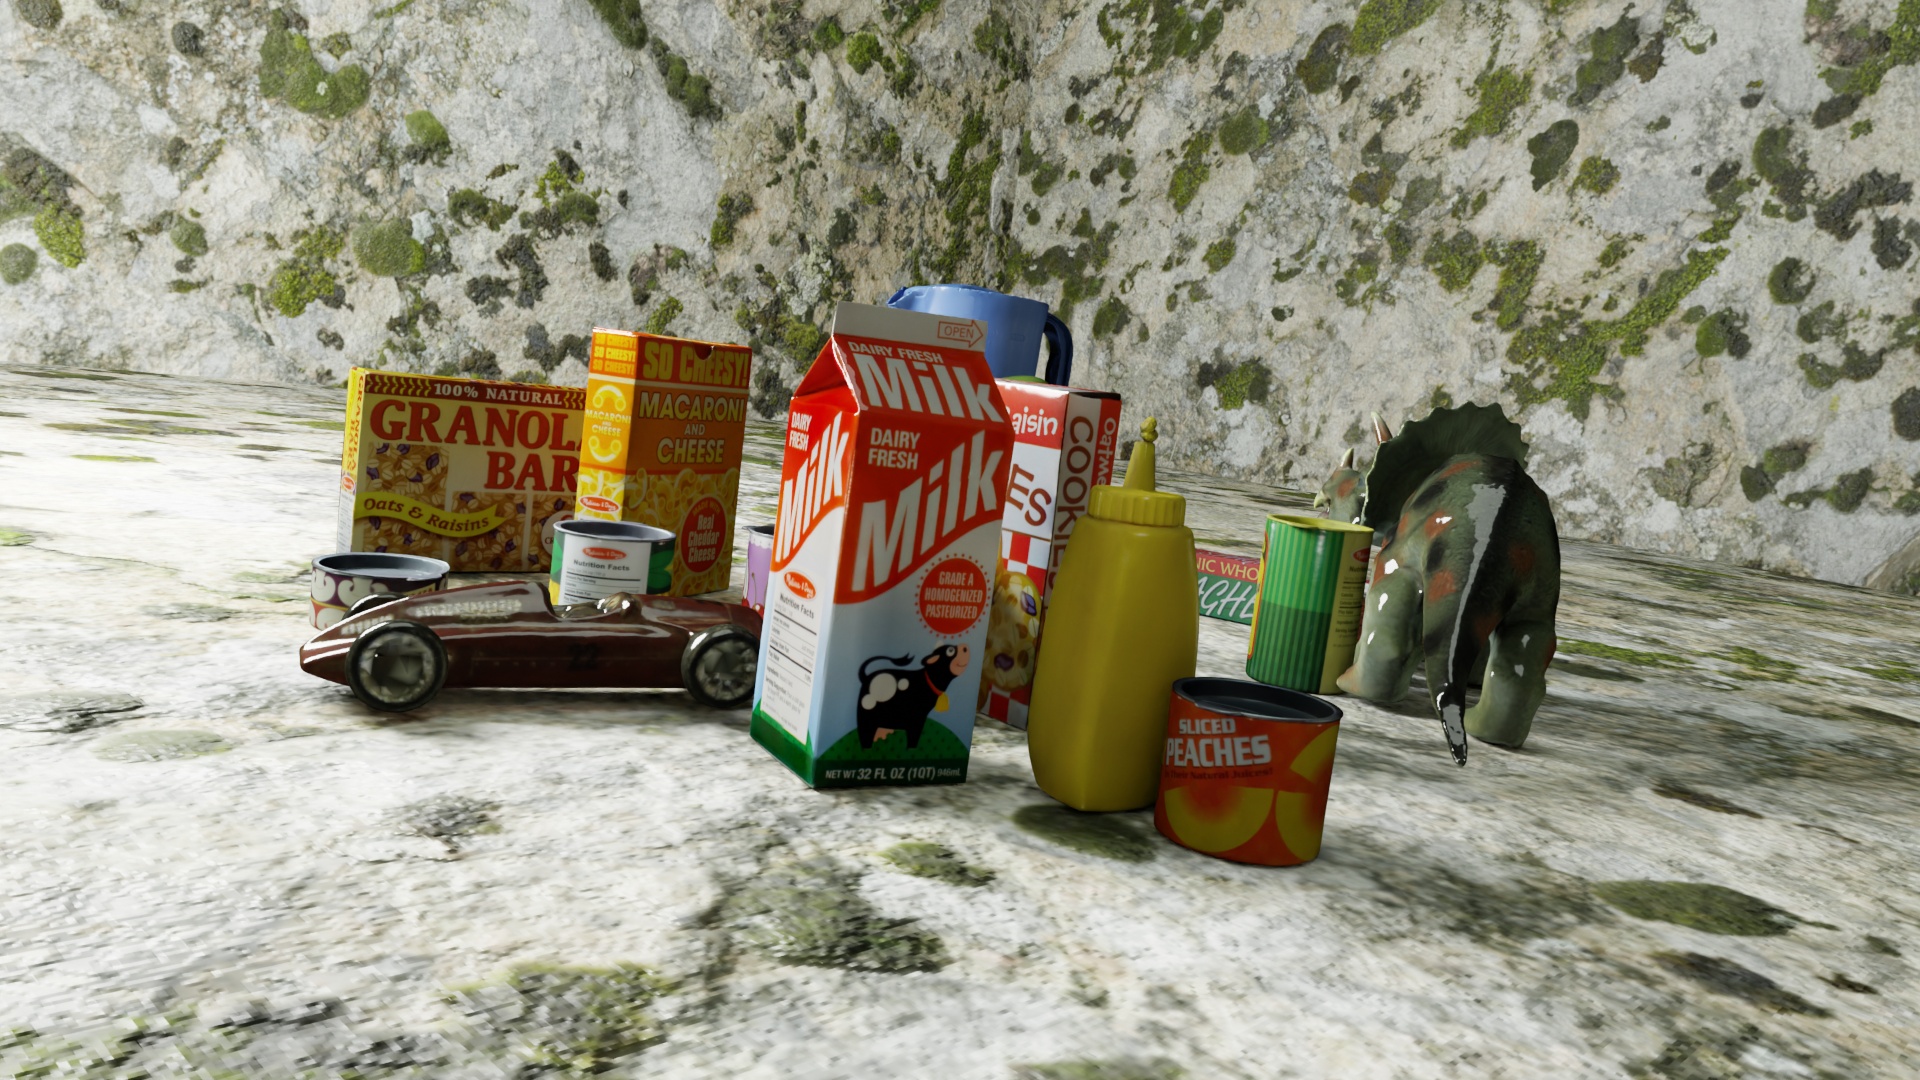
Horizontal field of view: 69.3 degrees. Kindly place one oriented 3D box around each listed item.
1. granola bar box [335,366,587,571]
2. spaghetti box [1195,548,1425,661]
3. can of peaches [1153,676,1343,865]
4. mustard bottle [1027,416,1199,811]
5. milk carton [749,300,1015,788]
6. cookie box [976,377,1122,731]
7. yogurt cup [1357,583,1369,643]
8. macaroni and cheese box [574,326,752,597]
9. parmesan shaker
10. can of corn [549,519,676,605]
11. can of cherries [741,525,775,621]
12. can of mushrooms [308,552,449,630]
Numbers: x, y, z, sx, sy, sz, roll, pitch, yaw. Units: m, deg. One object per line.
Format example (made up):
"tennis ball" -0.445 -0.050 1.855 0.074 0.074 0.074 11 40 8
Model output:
"granola bar box" -0.311 -0.043 0.901 0.166 0.124 0.039 1 9 -40
"spaghetti box" 0.256 0.046 1.071 0.250 0.050 0.029 11 8 29
"can of peaches" 0.110 0.089 0.543 0.071 0.058 0.071 7 7 -1
"mustard bottle" 0.067 0.029 0.570 0.065 0.160 0.049 3 8 -35
"milk carton" -0.031 0.000 0.575 0.072 0.190 0.073 4 7 -29
"cookie box" 0.017 0.000 0.719 0.040 0.167 0.123 2 9 -40
"yogurt cup" 0.266 0.056 0.981 0.072 0.054 0.072 7 7 -1
"macaroni and cheese box" -0.189 -0.047 0.890 0.040 0.166 0.124 10 7 24
"parmesan shaker" 0.216 0.039 0.870 0.071 0.103 0.071 7 7 -1
"can of corn" -0.193 0.022 0.771 0.071 0.058 0.071 7 7 -1
"can of cherries" -0.102 0.024 0.849 0.071 0.058 0.071 7 7 -1
"can of mushrooms" -0.298 0.028 0.716 0.071 0.033 0.071 7 7 -1
